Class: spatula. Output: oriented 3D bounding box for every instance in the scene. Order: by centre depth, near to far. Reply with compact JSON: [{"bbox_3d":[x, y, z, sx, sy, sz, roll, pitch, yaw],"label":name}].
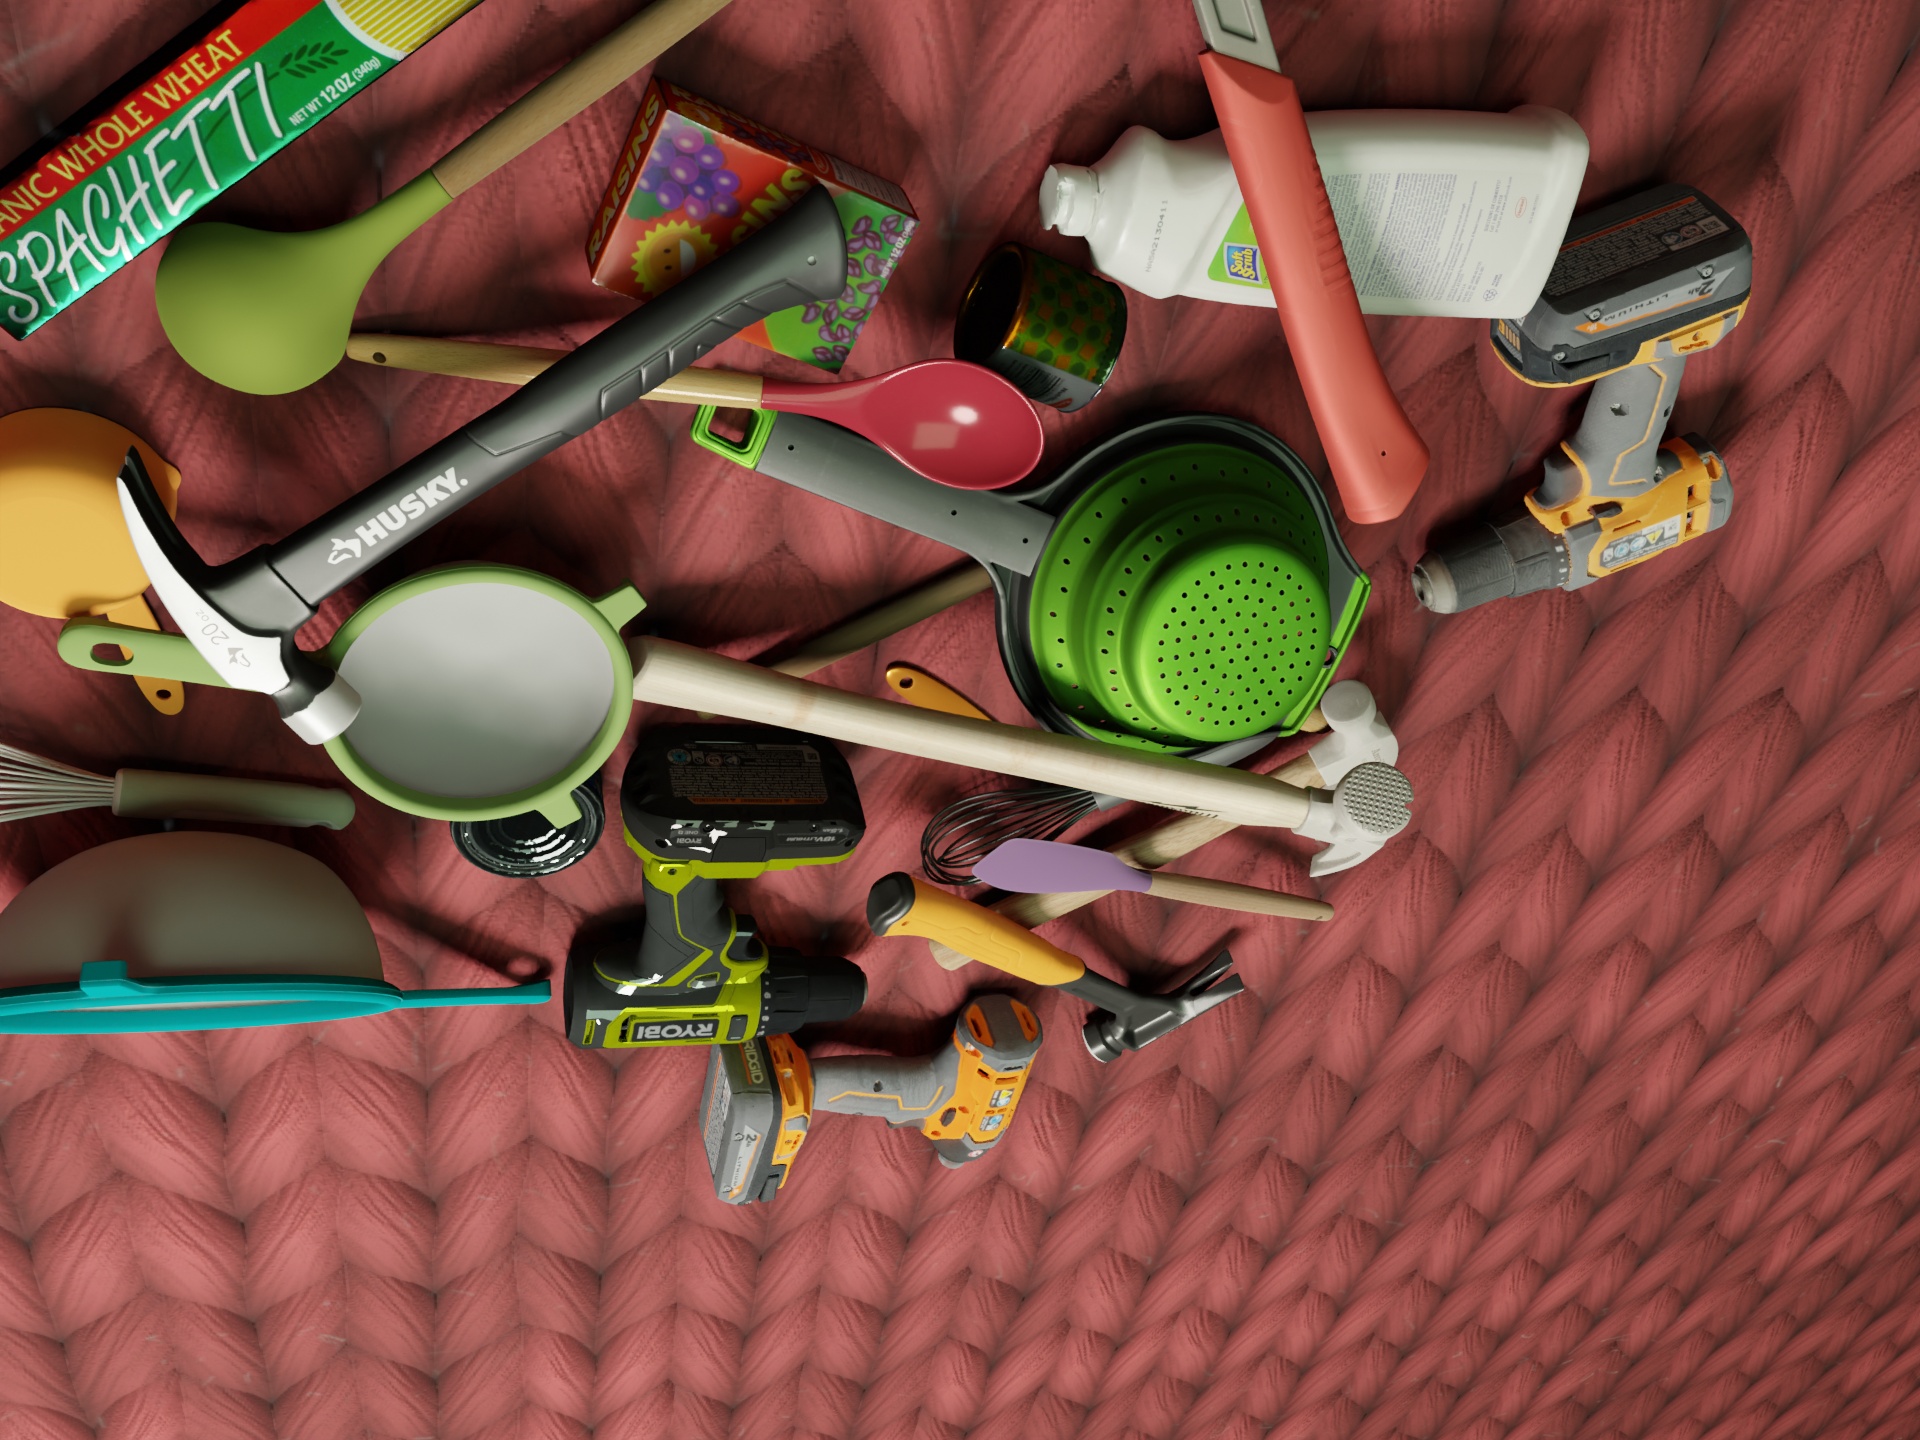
[{"bbox_3d":[0.136,0.109,1.035,0.315,0.018,0.059,12,140,-36],"label":"spatula"}]

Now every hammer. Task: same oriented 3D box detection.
[{"bbox_3d":[-0.193,-0.128,0.682,0.335,0.035,0.146,-32,126,3],"label":"hammer"},{"bbox_3d":[0.127,-0.245,0.694,0.149,0.037,0.358,-24,116,1],"label":"hammer"},{"bbox_3d":[0.021,0.017,0.853,0.410,0.038,0.146,12,165,3],"label":"hammer"},{"bbox_3d":[0.130,0.083,1.040,0.331,0.031,0.129,-28,146,12],"label":"hammer"},{"bbox_3d":[0.059,0.157,1.049,0.127,0.034,0.336,-34,142,22],"label":"hammer"}]

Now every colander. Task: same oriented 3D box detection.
[{"bbox_3d":[0.056,-0.079,0.811,0.396,0.095,0.204,19,105,-22],"label":"colander"}]

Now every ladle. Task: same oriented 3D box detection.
[{"bbox_3d":[-0.194,-0.241,0.658,0.320,0.062,0.078,-35,129,3],"label":"ladle"},{"bbox_3d":[-0.117,-0.151,0.729,0.315,0.031,0.069,6,133,-8],"label":"ladle"}]

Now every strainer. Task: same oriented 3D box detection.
[{"bbox_3d":[-0.291,-0.033,0.777,0.256,0.069,0.151,8,122,-26],"label":"strainer"},{"bbox_3d":[-0.363,0.116,0.876,0.211,0.095,0.340,-13,166,34],"label":"strainer"}]

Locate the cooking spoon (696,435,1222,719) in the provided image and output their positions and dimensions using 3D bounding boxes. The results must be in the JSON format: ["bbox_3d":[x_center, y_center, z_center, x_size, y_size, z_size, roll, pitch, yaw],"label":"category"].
[{"bbox_3d":[-0.003,-0.074,0.879,0.319,0.017,0.068,-25,127,3],"label":"cooking spoon"}]

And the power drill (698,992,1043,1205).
[{"bbox_3d":[-0.064,0.275,1.126,0.226,0.084,0.164,-3,131,-22],"label":"power drill"}]

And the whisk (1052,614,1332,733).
[{"bbox_3d":[0.139,-0.027,0.958,0.244,0.047,0.051,13,137,-33],"label":"whisk"}]

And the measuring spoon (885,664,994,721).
[{"bbox_3d":[-0.002,-0.003,0.946,0.021,0.011,0.116,-43,130,19],"label":"measuring spoon"}]

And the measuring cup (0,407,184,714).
[{"bbox_3d":[-0.397,-0.056,0.733,0.095,0.052,0.173,-12,131,-9],"label":"measuring cup"}]

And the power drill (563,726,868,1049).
[{"bbox_3d":[-0.133,0.114,0.962,0.190,0.080,0.228,2,132,-20],"label":"power drill"}]

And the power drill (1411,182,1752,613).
[{"bbox_3d":[0.337,-0.160,0.883,0.185,0.084,0.226,-21,138,2],"label":"power drill"}]

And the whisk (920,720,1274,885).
[{"bbox_3d":[0.084,0.043,0.976,0.239,0.055,0.055,-22,134,8],"label":"whisk"}]

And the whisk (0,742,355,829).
[{"bbox_3d":[-0.437,0.036,0.809,0.246,0.059,0.058,7,166,-30],"label":"whisk"}]
